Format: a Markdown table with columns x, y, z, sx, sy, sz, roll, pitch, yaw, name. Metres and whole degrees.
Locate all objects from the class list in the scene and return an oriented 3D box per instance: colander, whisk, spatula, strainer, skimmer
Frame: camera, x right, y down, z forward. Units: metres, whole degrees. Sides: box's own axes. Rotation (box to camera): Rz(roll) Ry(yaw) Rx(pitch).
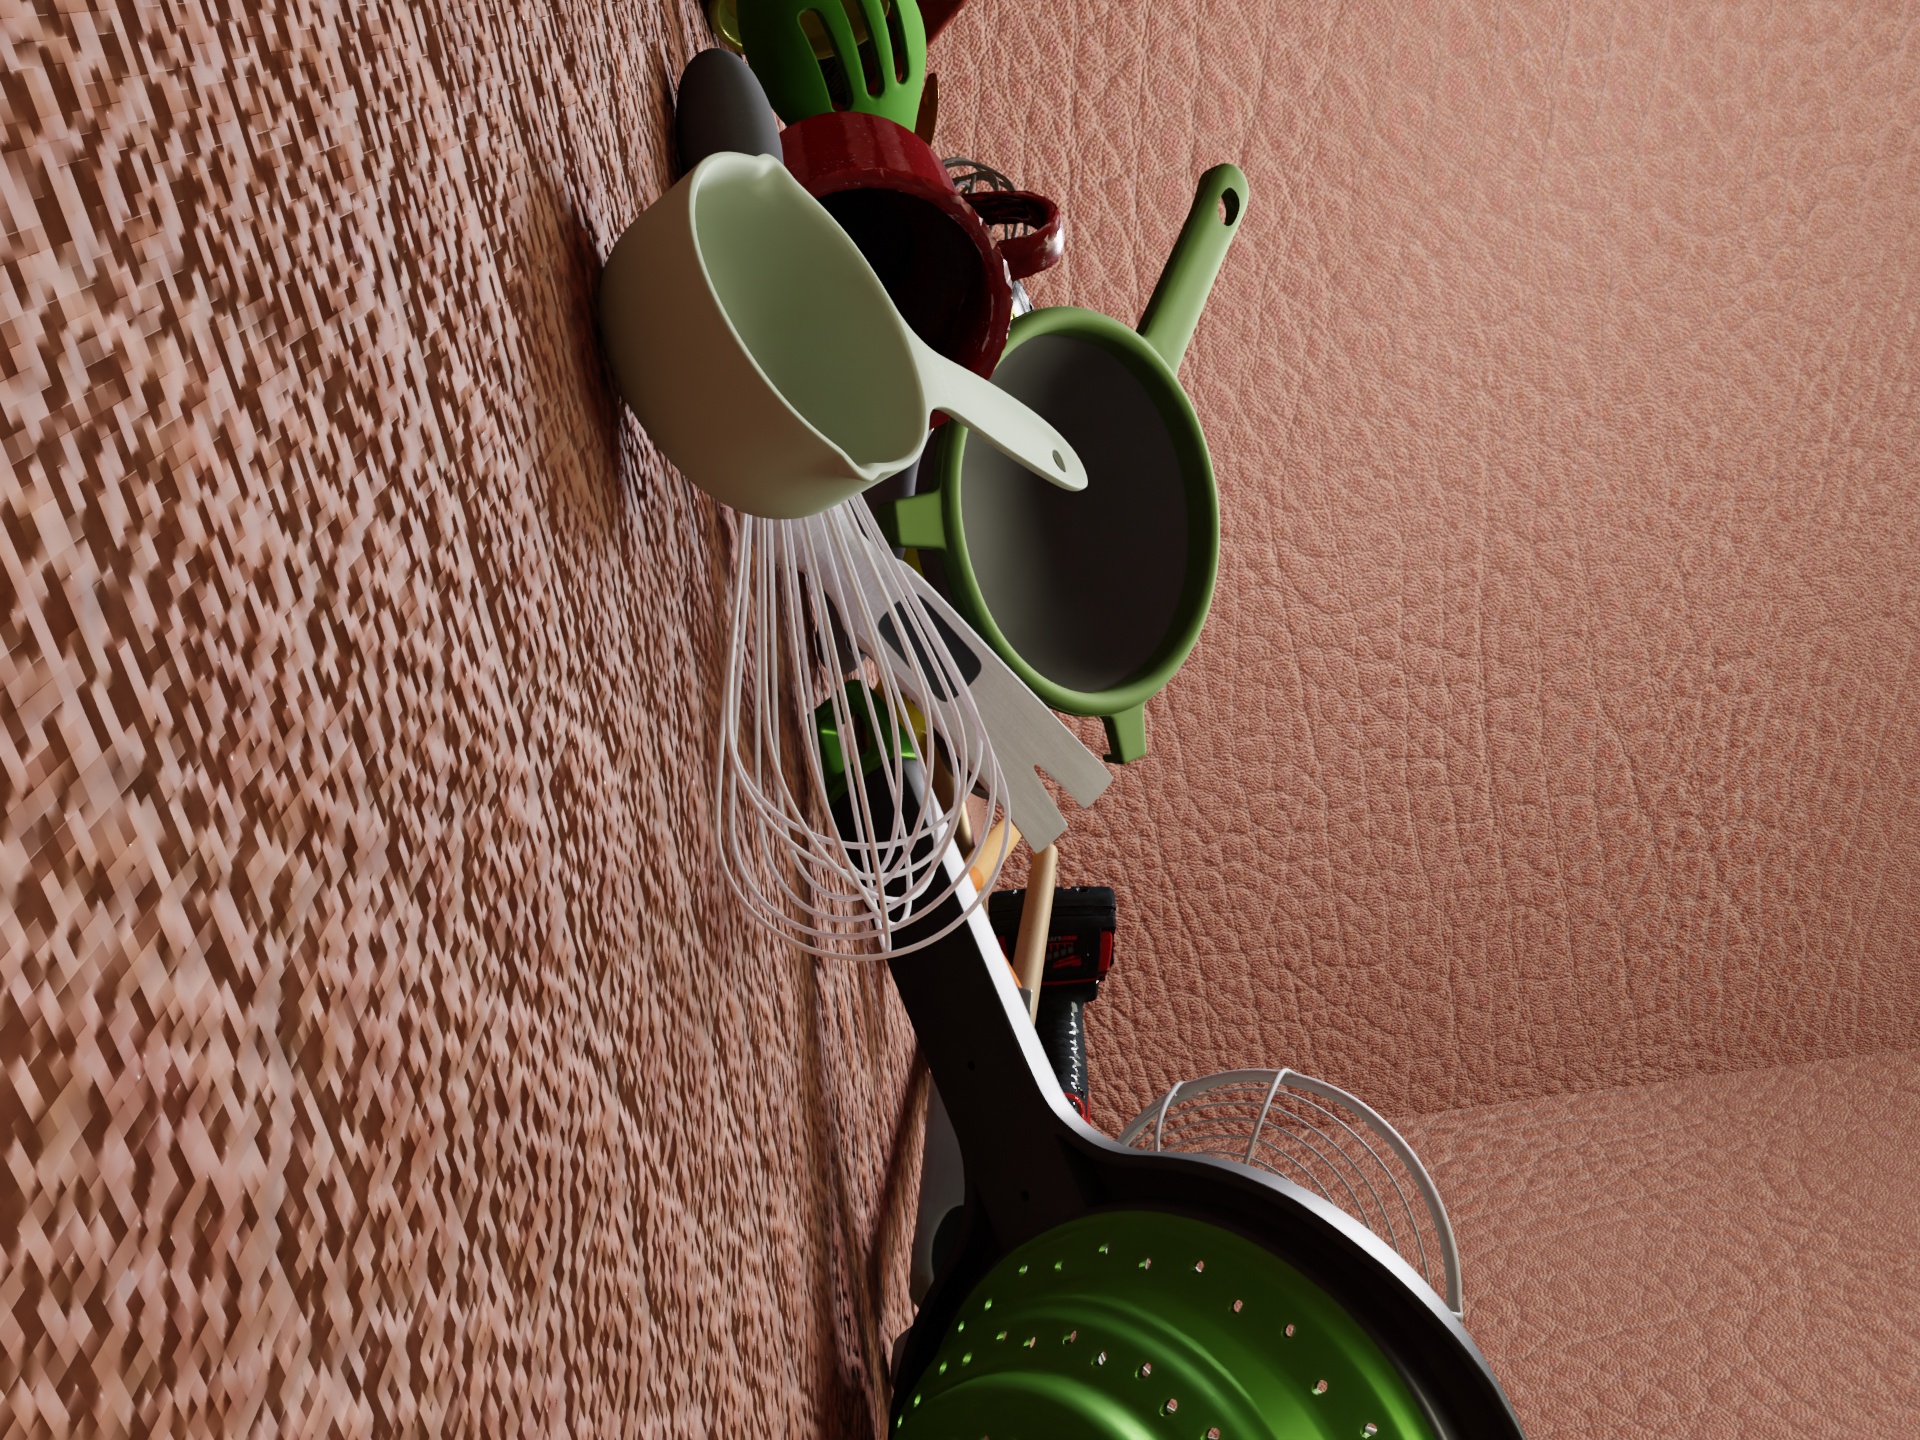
| x | y | z | sx | sy | sz | roll | pitch | yaw | name |
| --- | --- | --- | --- | --- | --- | --- | --- | --- | --- |
| 0.009 | 0.153 | 0.445 | 0.094 | 0.204 | 0.397 | 11 | 48 | -52 | colander |
| -0.047 | -0.072 | 0.420 | 0.070 | 0.070 | 0.285 | 78 | -1 | -66 | whisk |
| 0.016 | 0.073 | 0.816 | 0.081 | 0.041 | 0.322 | 58 | 11 | 0 | spatula |
| 0.048 | -0.120 | 0.627 | 0.151 | 0.069 | 0.256 | 42 | 60 | -34 | strainer |
| 0.069 | 0.261 | 0.583 | 0.127 | 0.090 | 0.363 | 55 | -31 | 33 | skimmer |
| -0.019 | -0.130 | 0.663 | 0.055 | 0.055 | 0.239 | 75 | 29 | -74 | whisk |

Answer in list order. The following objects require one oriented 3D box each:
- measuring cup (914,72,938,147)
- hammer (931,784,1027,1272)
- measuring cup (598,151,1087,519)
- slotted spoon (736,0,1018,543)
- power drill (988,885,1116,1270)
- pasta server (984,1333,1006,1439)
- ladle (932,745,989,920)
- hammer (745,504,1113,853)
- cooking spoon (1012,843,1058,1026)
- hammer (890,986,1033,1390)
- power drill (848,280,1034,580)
| x | y | z | sx | sy | sz | roll | pitch | yaw | name |
| --- | --- | --- | --- | --- | --- | --- | --- | --- | --- |
| -0.046 | -0.255 | 0.736 | 0.173 | 0.052 | 0.095 | 158 | -74 | -79 | measuring cup |
| 0.005 | 0.199 | 1.035 | 0.149 | 0.036 | 0.359 | 75 | 8 | -75 | hammer |
| -0.021 | -0.074 | 0.385 | 0.167 | 0.038 | 0.083 | 14 | 55 | -57 | measuring cup |
| -0.008 | -0.146 | 0.614 | 0.031 | 0.070 | 0.313 | 30 | -31 | 47 | slotted spoon |
| 0.061 | 0.217 | 0.965 | 0.187 | 0.080 | 0.227 | 78 | 10 | -68 | power drill |
| 0.023 | 0.242 | 0.703 | 0.316 | 0.040 | 0.060 | -34 | 132 | -77 | pasta server |
| -0.004 | -0.002 | 0.935 | 0.078 | 0.062 | 0.320 | 41 | 36 | -76 | ladle |
| -0.001 | -0.002 | 0.603 | 0.128 | 0.033 | 0.331 | 46 | -2 | 8 | hammer |
| 0.024 | 0.200 | 0.838 | 0.068 | 0.017 | 0.319 | 82 | 16 | -52 | cooking spoon |
| 0.001 | 0.156 | 0.716 | 0.386 | 0.038 | 0.143 | -94 | -171 | -89 | hammer |
| 0.005 | -0.112 | 0.814 | 0.229 | 0.080 | 0.190 | -78 | 149 | -48 | power drill |
